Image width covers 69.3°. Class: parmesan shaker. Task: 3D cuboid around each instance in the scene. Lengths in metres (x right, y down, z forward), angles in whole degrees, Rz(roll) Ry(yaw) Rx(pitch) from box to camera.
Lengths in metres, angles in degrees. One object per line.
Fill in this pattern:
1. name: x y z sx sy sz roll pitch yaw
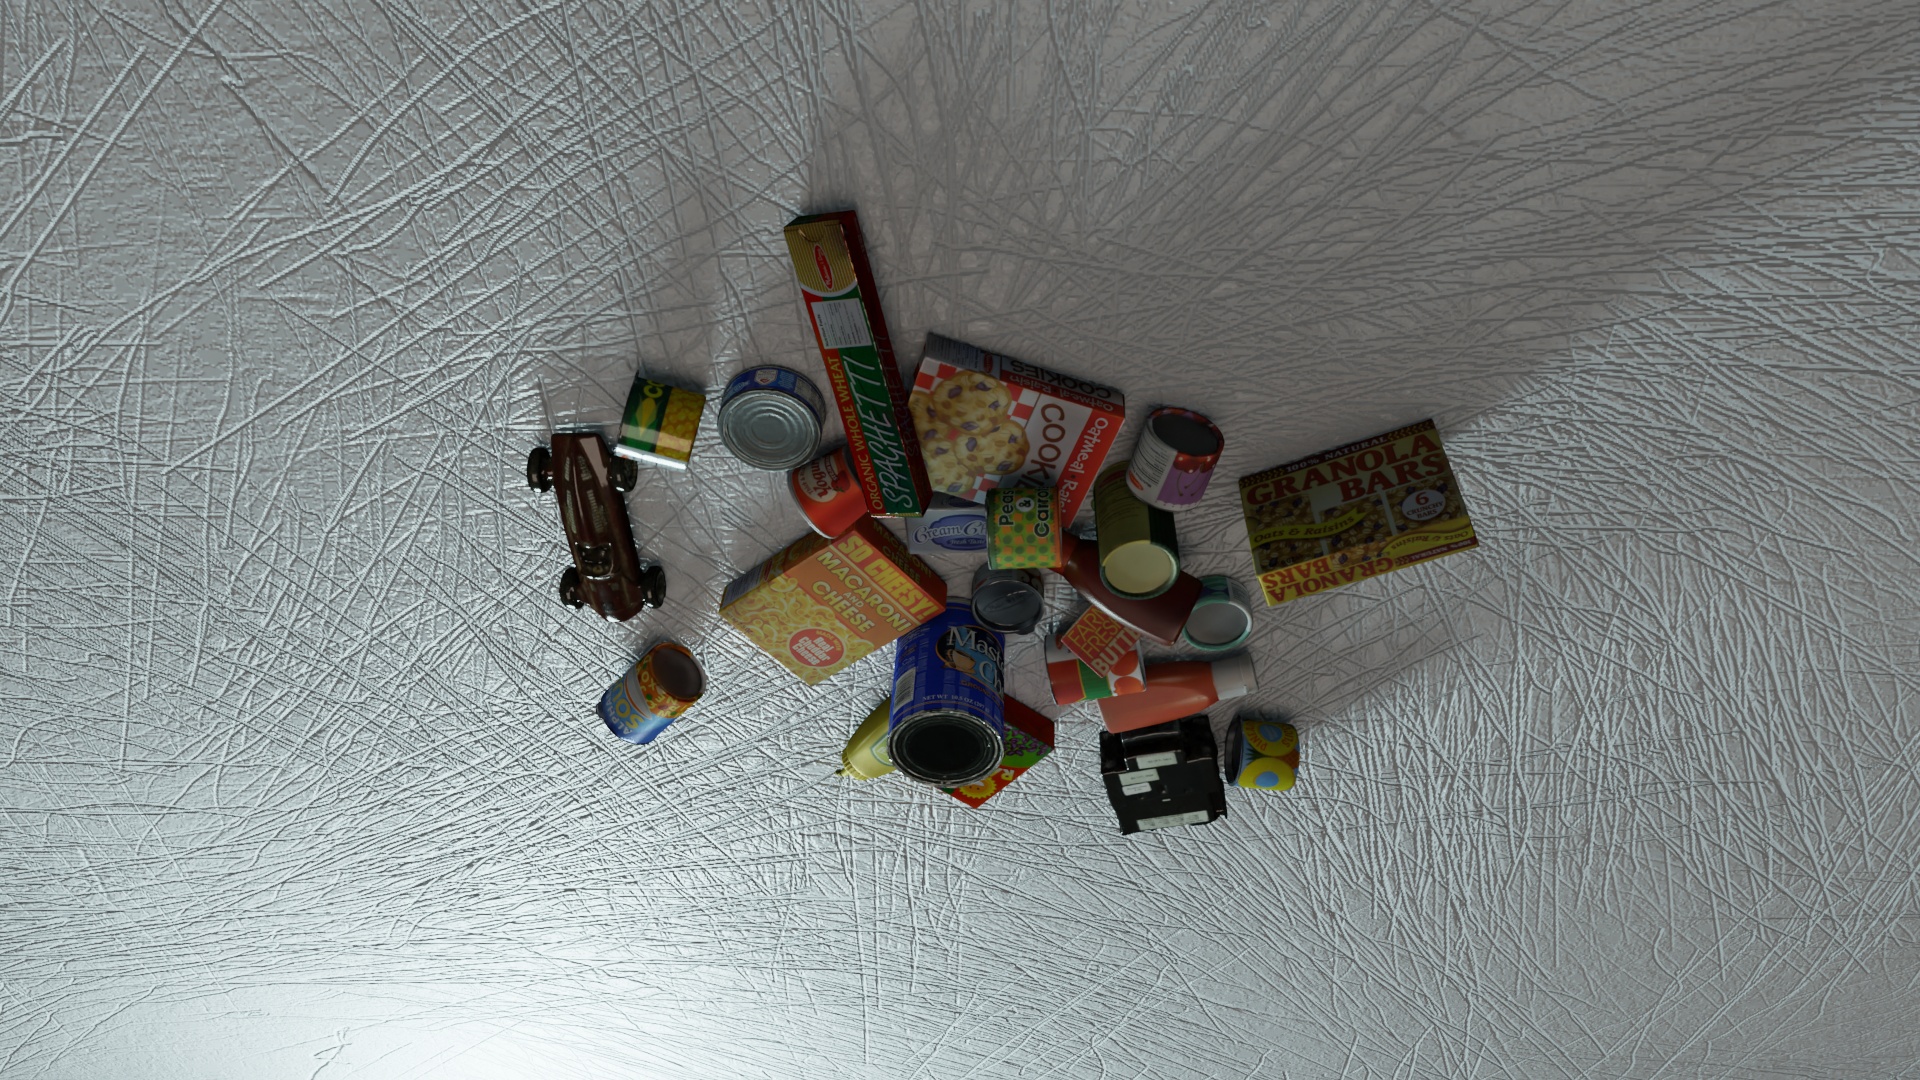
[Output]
1. parmesan shaker: 0.142 -0.007 1.143 0.071 0.103 0.071 1 131 1

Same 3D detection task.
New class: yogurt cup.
1. yogurt cup: -0.102 -0.043 1.150 0.054 0.073 0.072 -32 123 17

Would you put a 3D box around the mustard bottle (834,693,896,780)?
1. mustard bottle: -0.071 0.197 1.364 0.065 0.049 0.159 35 123 -23

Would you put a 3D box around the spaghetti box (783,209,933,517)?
1. spaghetti box: -0.075 -0.129 1.062 0.050 0.029 0.248 -1 122 24

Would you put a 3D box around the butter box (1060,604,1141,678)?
1. butter box: 0.141 0.066 1.221 0.053 0.024 0.103 42 97 5

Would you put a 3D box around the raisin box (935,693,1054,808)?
1. raisin box: 0.021 0.206 1.375 0.086 0.040 0.123 32 124 -24

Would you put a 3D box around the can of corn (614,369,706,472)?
1. can of corn: -0.239 -0.095 1.110 0.058 0.071 0.070 15 130 -11

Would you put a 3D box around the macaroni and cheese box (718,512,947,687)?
1. macaroni and cheese box: -0.114 0.051 1.246 0.166 0.040 0.123 -31 123 26

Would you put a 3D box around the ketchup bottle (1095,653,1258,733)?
1. ketchup bottle: 0.204 0.140 1.308 0.149 0.044 0.064 -14 130 13

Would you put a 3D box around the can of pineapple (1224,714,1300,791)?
1. can of pineapple: 0.292 0.207 1.347 0.058 0.071 0.070 6 131 -3

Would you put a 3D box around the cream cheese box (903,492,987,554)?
1. cream cheese box: 0.004 -0.015 1.195 0.104 0.024 0.053 -1 130 3

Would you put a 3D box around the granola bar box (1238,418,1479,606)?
1. granola bar box: 0.312 -0.024 1.108 0.165 0.125 0.039 -18 128 17

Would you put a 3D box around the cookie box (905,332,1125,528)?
1. cookie box: 0.034 -0.086 1.122 0.167 0.040 0.122 16 130 -10

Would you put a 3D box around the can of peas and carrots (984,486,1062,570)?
1. can of peas and carrots: 0.051 -0.012 1.112 0.059 0.071 0.070 -2 131 5

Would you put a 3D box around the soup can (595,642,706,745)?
1. soup can: -0.293 0.145 1.315 0.071 0.072 0.083 34 123 -24

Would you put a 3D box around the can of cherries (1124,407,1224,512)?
1. can of cherries: 0.174 -0.066 1.119 0.071 0.072 0.058 11 129 -7

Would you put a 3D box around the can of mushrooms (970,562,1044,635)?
1. can of mushrooms: 0.043 0.051 1.244 0.071 0.034 0.070 1 130 1

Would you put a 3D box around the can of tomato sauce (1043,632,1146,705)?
1. can of tomato sauce: 0.124 0.114 1.273 0.083 0.071 0.071 -11 130 10

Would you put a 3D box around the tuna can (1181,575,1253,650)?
1. tuna can: 0.227 0.067 1.251 0.071 0.033 0.070 1 130 1

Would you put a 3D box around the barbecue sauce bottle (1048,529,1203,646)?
1. barbecue sauce bottle: 0.128 0.031 1.186 0.148 0.065 0.043 27 173 8
